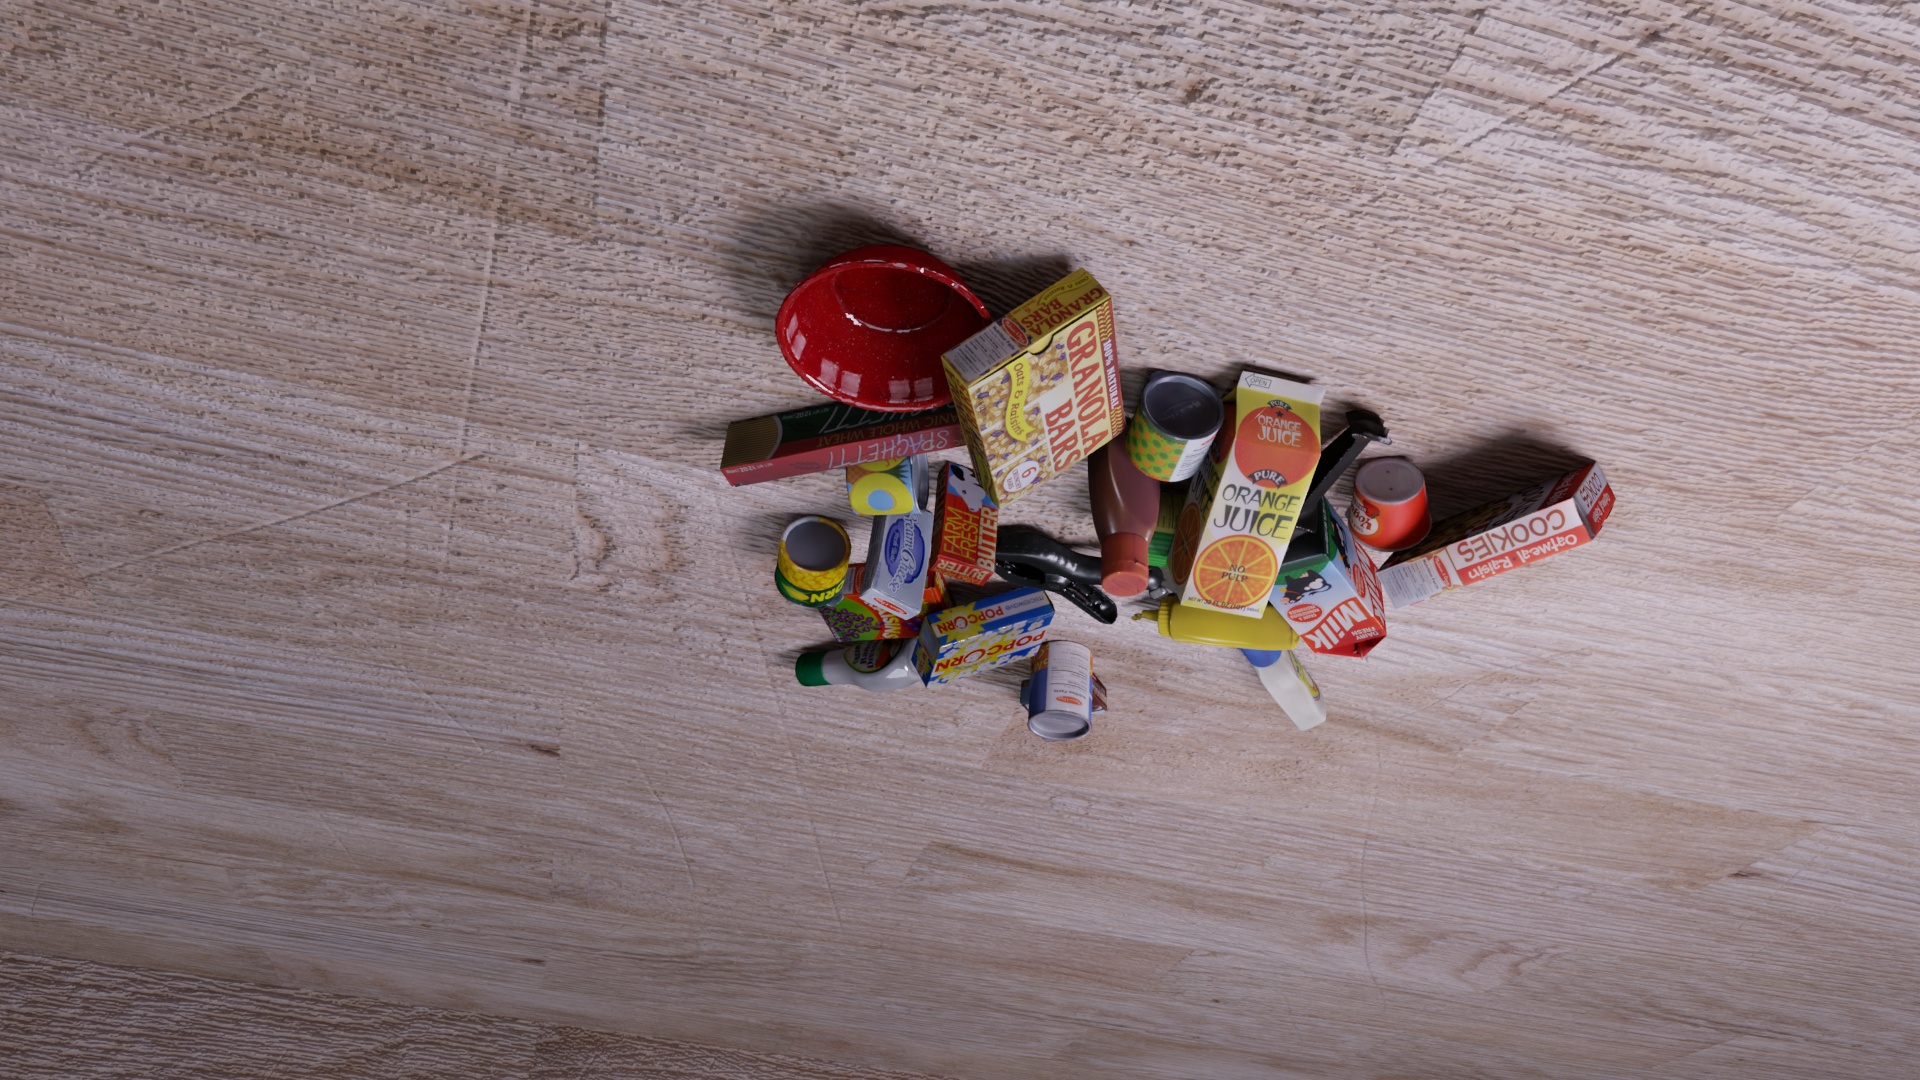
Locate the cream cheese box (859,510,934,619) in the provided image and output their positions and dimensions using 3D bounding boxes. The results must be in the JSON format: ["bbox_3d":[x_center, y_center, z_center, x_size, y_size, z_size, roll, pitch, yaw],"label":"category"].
[{"bbox_3d":[-0.055,0.013,1.231,0.053,0.104,0.024,28,143,-28],"label":"cream cheese box"}]

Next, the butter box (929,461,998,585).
[{"bbox_3d":[0.004,-0.015,1.185,0.053,0.104,0.024,18,142,-18],"label":"butter box"}]

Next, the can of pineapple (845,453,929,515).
[{"bbox_3d":[-0.061,-0.056,1.167,0.058,0.071,0.070,-2,145,10],"label":"can of pineapple"}]

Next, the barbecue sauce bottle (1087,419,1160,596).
[{"bbox_3d":[0.131,-0.026,1.113,0.065,0.149,0.043,27,139,-29],"label":"barbecue sauce bottle"}]

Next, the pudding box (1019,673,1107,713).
[{"bbox_3d":[0.112,0.169,1.504,0.083,0.030,0.049,-14,140,24],"label":"pudding box"}]

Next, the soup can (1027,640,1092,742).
[{"bbox_3d":[0.103,0.157,1.439,0.071,0.084,0.071,3,145,2],"label":"soup can"}]

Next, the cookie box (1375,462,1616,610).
[{"bbox_3d":[0.441,-0.003,1.141,0.167,0.123,0.040,-25,92,36],"label":"cookie box"}]

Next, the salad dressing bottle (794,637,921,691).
[{"bbox_3d":[-0.105,0.130,1.449,0.147,0.064,0.044,-9,133,32],"label":"salad dressing bottle"}]

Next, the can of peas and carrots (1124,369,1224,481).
[{"bbox_3d":[0.166,-0.090,1.092,0.071,0.071,0.058,8,146,-5],"label":"can of peas and carrots"}]

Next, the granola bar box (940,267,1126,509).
[{"bbox_3d":[0.059,-0.108,1.034,0.124,0.039,0.164,-33,150,-9],"label":"granola bar box"}]

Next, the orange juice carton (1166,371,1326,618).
[{"bbox_3d":[0.229,-0.041,1.111,0.072,0.073,0.191,10,116,-8],"label":"orange juice carton"}]

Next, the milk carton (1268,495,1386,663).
[{"bbox_3d":[0.329,0.040,1.253,0.073,0.073,0.190,-18,140,29],"label":"milk carton"}]

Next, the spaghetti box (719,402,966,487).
[{"bbox_3d":[-0.078,-0.090,1.133,0.250,0.050,0.028,-9,144,19],"label":"spaghetti box"}]

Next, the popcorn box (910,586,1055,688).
[{"bbox_3d":[0.022,0.093,1.350,0.127,0.038,0.084,-15,151,-22],"label":"popcorn box"}]

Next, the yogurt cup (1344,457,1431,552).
[{"bbox_3d":[0.357,-0.032,1.156,0.072,0.073,0.053,-4,136,13],"label":"yogurt cup"}]

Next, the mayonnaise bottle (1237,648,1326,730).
[{"bbox_3d":[0.322,0.131,1.399,0.041,0.065,0.147,-27,132,18],"label":"mayonnaise bottle"}]

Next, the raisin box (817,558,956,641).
[{"bbox_3d":[-0.074,0.059,1.359,0.123,0.040,0.085,-5,143,12],"label":"raisin box"}]

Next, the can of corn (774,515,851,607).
[{"bbox_3d":[-0.135,0.021,1.283,0.071,0.071,0.058,9,145,-7],"label":"can of corn"}]

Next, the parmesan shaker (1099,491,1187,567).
[{"bbox_3d":[0.179,-0.006,1.205,0.103,0.071,0.071,9,145,-6],"label":"parmesan shaker"}]

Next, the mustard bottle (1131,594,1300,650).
[{"bbox_3d":[0.241,0.076,1.327,0.160,0.049,0.065,4,180,21],"label":"mustard bottle"}]
